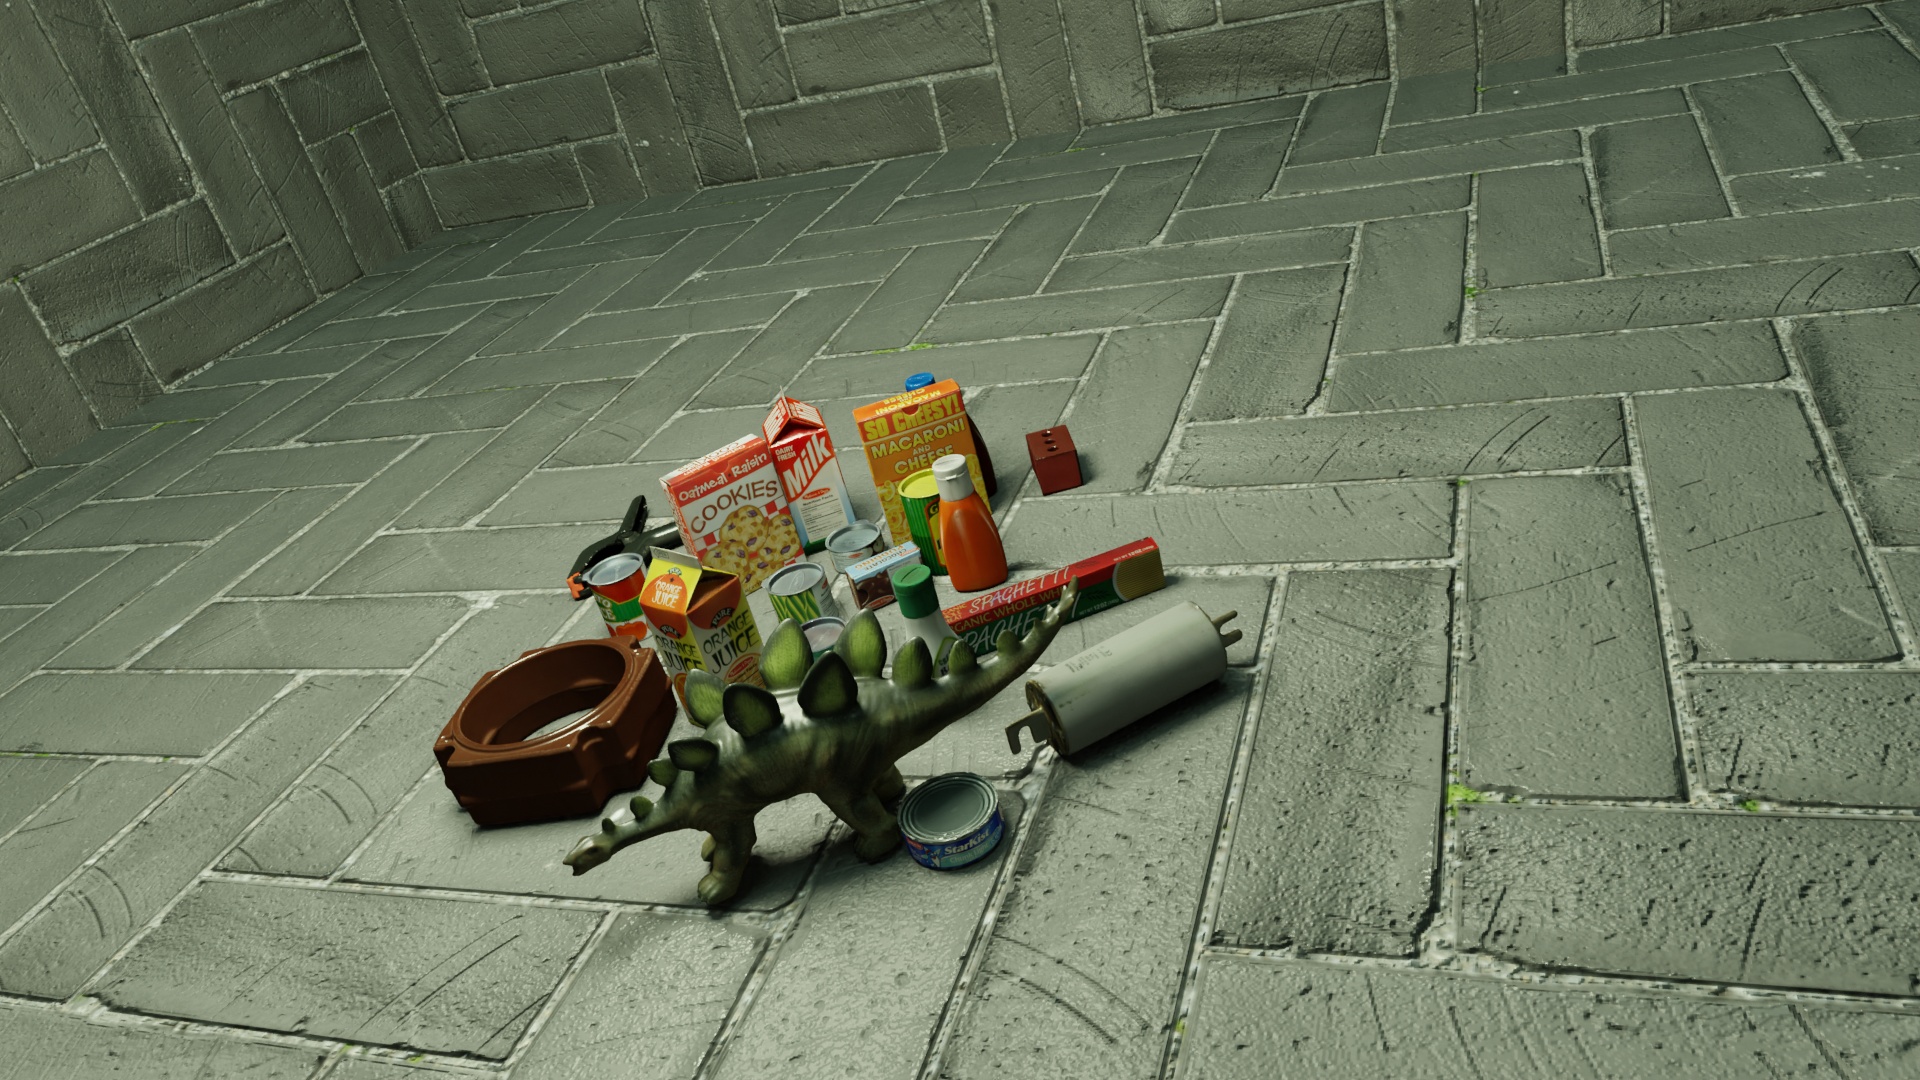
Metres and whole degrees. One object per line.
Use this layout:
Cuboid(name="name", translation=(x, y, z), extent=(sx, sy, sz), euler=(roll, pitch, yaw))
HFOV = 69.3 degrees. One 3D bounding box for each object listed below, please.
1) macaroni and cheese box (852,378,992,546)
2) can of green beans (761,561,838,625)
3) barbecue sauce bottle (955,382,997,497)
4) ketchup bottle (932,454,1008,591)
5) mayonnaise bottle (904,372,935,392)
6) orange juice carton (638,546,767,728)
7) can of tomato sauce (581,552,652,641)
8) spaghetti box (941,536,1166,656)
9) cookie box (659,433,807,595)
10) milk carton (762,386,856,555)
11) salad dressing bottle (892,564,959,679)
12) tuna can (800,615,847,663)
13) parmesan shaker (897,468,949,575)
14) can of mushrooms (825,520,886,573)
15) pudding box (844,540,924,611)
Cuboid(name="macaroni and cheese box", translation=(-0.042, -0.089, 1.607), extent=(0.124, 0.165, 0.040), euler=(-19, 28, -6))
Cuboid(name="can of green beans", translation=(-0.172, 0.064, 1.510), extent=(0.071, 0.057, 0.071), euler=(-12, 29, 7))
Cuboid(name="barbecue sauce bottle", translation=(-0.002, -0.115, 1.653), extent=(0.065, 0.148, 0.044), euler=(-24, 29, -16))
Cuboid(name="ketchup bottle", translation=(0.005, -0.019, 1.477), extent=(0.065, 0.148, 0.044), euler=(-13, 28, 4))
Cuboid(name="mayonnaise bottle", translation=(-0.033, -0.131, 1.697), extent=(0.065, 0.147, 0.041), euler=(-8, 29, 14))
Cuboid(name="orange juice carton", translation=(-0.249, 0.091, 1.359), extent=(0.072, 0.191, 0.073), euler=(10, 38, 39))
Cuboid(name="can of tomato sauce", translation=(-0.382, 0.067, 1.582), extent=(0.071, 0.082, 0.071), euler=(-12, 28, 7))
Cuboid(name="spaghetti box", translation=(0.086, 0.062, 1.397), extent=(0.250, 0.050, 0.029), euler=(-20, 28, -8))
Cuboid(name="cookie box", translation=(-0.257, -0.022, 1.591), extent=(0.123, 0.166, 0.040), euler=(-30, 31, -24))
Cuboid(name="milk carton", translation=(-0.182, -0.087, 1.646), extent=(0.073, 0.189, 0.072), euler=(-19, 28, -6))
Cuboid(name="salad dressing bottle", translation=(-0.029, 0.093, 1.295), extent=(0.044, 0.147, 0.064), euler=(9, 37, 38))
Cuboid(name="tuna can", translation=(-0.142, 0.110, 1.440), extent=(0.071, 0.032, 0.071), euler=(-12, 29, 7))
Cuboid(name="parmesan shaker", translation=(-0.023, -0.022, 1.544), extent=(0.071, 0.102, 0.071), euler=(-12, 28, 7))
Cuboid(name="can of mushrooms", translation=(-0.120, 0.007, 1.612), extent=(0.071, 0.033, 0.071), euler=(-12, 29, 7))
Cuboid(name="pudding box", translation=(-0.080, 0.040, 1.517), extent=(0.084, 0.049, 0.030), euler=(-24, 29, -15))
